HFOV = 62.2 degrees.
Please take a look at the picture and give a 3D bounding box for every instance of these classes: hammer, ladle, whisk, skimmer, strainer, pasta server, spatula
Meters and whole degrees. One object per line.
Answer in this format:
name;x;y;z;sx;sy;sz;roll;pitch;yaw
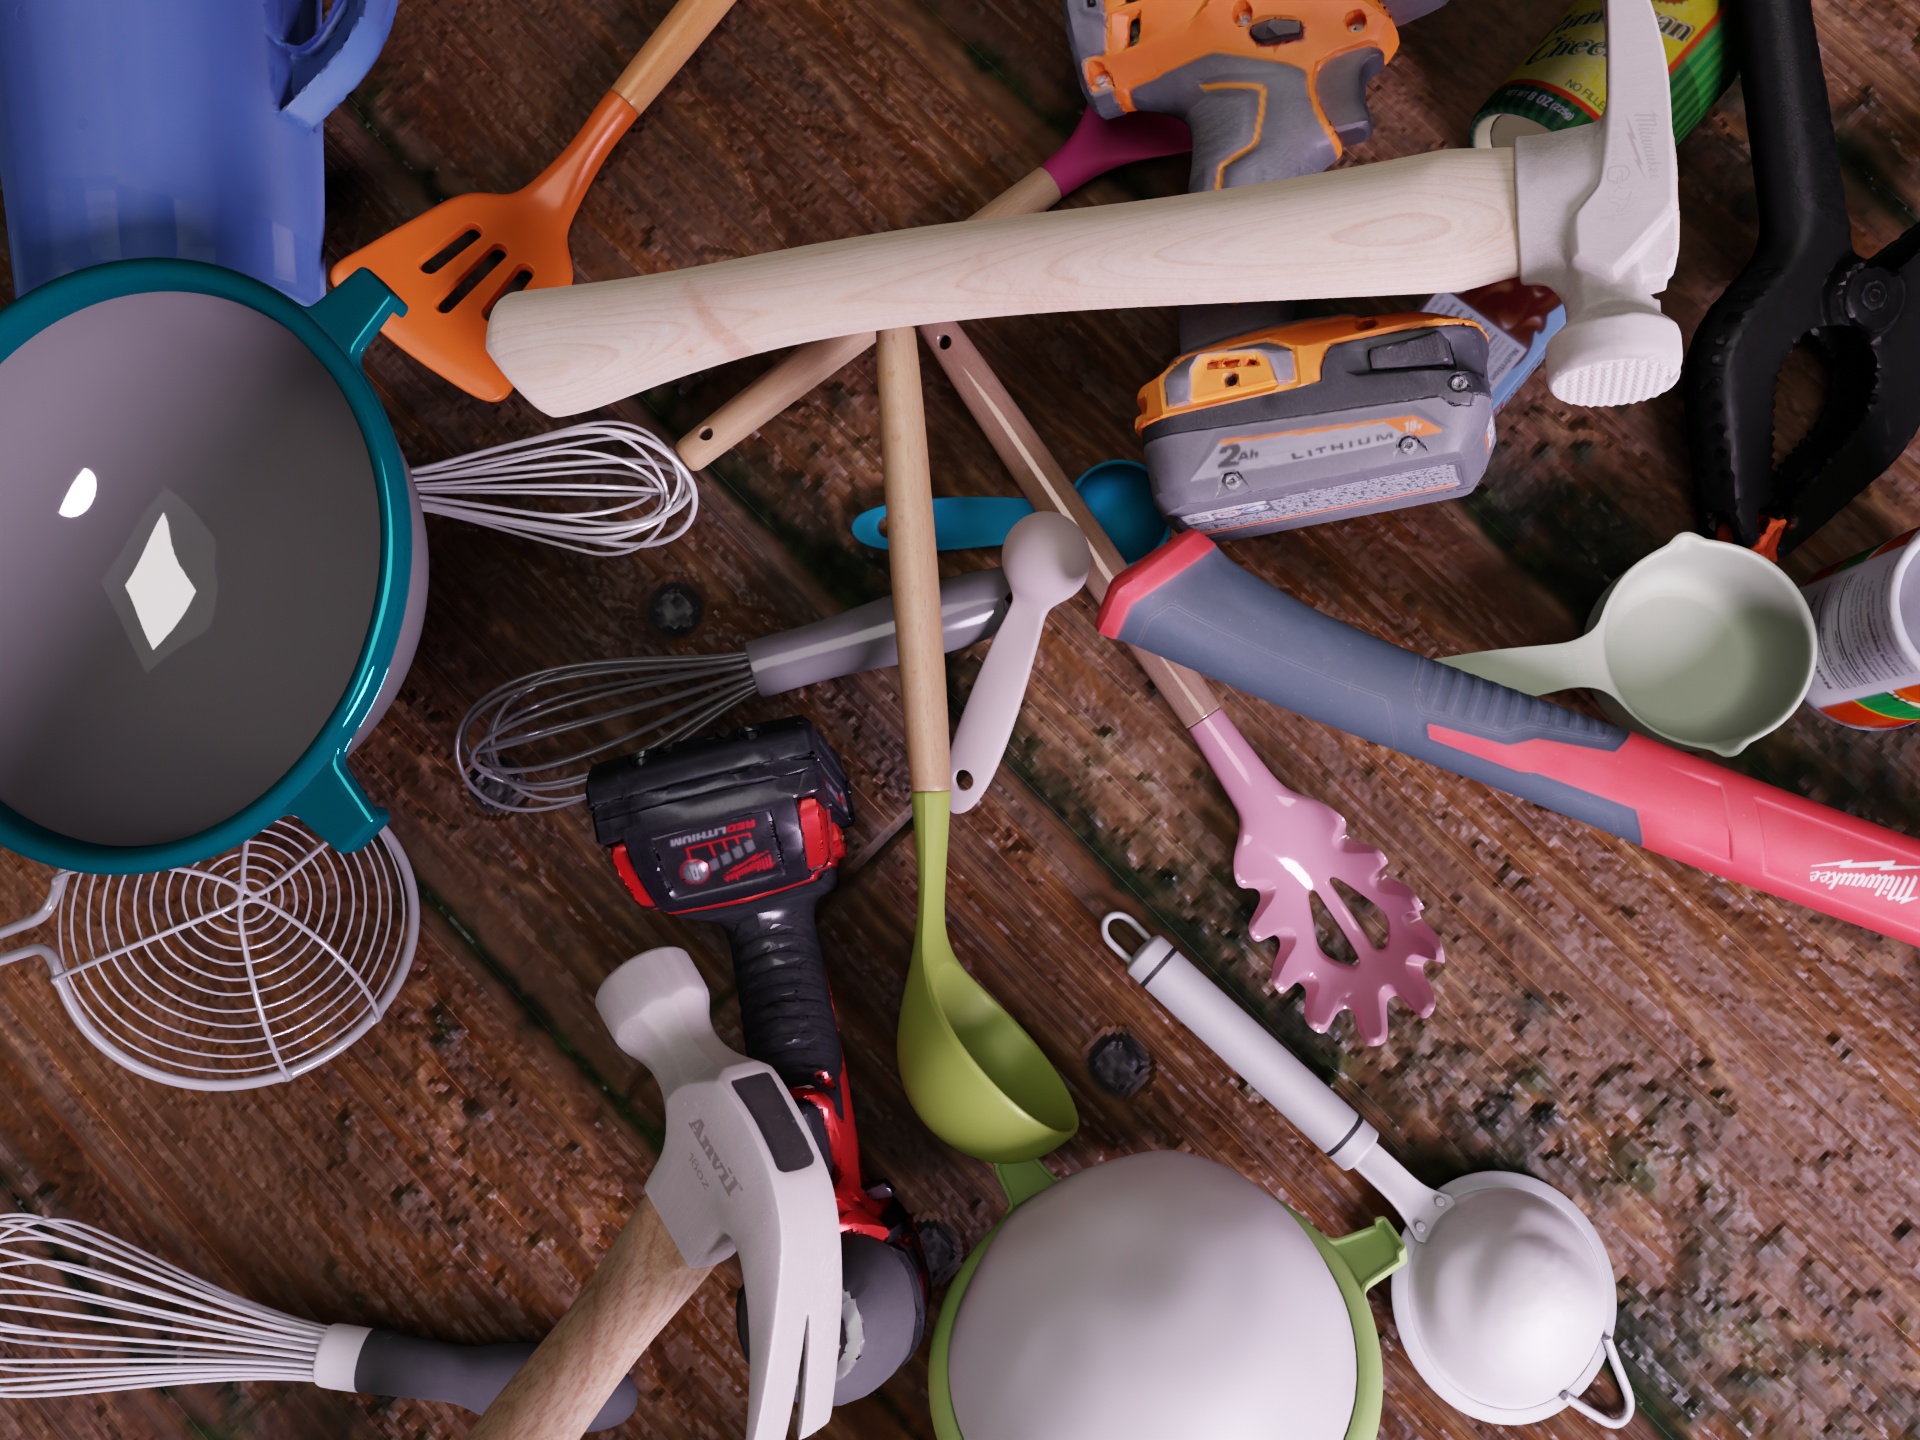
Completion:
hammer;-0.136;0.229;0.513;0.130;0.031;0.331;51;121;28
ladle;-0.001;-0.002;0.576;0.062;0.078;0.320;-5;87;14
whisk;-0.077;-0.017;0.613;0.239;0.055;0.055;-17;82;-2
skimmer;-0.397;0.104;0.630;0.363;0.090;0.127;-14;73;13
strainer;0.040;0.226;0.479;0.151;0.069;0.256;7;41;22
whisk;-0.224;-0.092;0.635;0.246;0.059;0.058;1;47;8
strainer;-0.335;-0.050;0.592;0.340;0.095;0.211;-1;86;14
pasta server;0.074;-0.023;0.591;0.060;0.040;0.316;-34;87;15
hammer;0.020;-0.164;0.544;0.411;0.038;0.146;-2;79;20
whisk;-0.261;0.232;0.592;0.284;0.070;0.070;8;84;1
strainer;0.148;0.160;0.576;0.258;0.050;0.087;42;72;11
hammer;0.226;0.037;0.552;0.386;0.038;0.143;20;100;1
spatula;-0.122;-0.272;0.647;0.081;0.041;0.322;38;86;-8

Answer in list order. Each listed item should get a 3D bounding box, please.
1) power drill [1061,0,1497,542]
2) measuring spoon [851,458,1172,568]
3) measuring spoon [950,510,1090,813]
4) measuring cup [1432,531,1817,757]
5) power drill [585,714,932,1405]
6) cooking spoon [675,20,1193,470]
power drill;0.130;-0.190;0.569;0.164;0.084;0.226;-9;82;19
measuring spoon;0.021;-0.079;0.628;0.128;0.021;0.042;-1;95;13
measuring spoon;0.015;-0.019;0.595;0.034;0.018;0.124;26;109;18
measuring cup;0.225;-0.018;0.592;0.167;0.038;0.083;-9;83;5
power drill;-0.061;0.117;0.546;0.078;0.143;0.220;-14;80;0
cooking spoon;0.016;-0.201;0.639;0.319;0.017;0.069;-37;84;-1
